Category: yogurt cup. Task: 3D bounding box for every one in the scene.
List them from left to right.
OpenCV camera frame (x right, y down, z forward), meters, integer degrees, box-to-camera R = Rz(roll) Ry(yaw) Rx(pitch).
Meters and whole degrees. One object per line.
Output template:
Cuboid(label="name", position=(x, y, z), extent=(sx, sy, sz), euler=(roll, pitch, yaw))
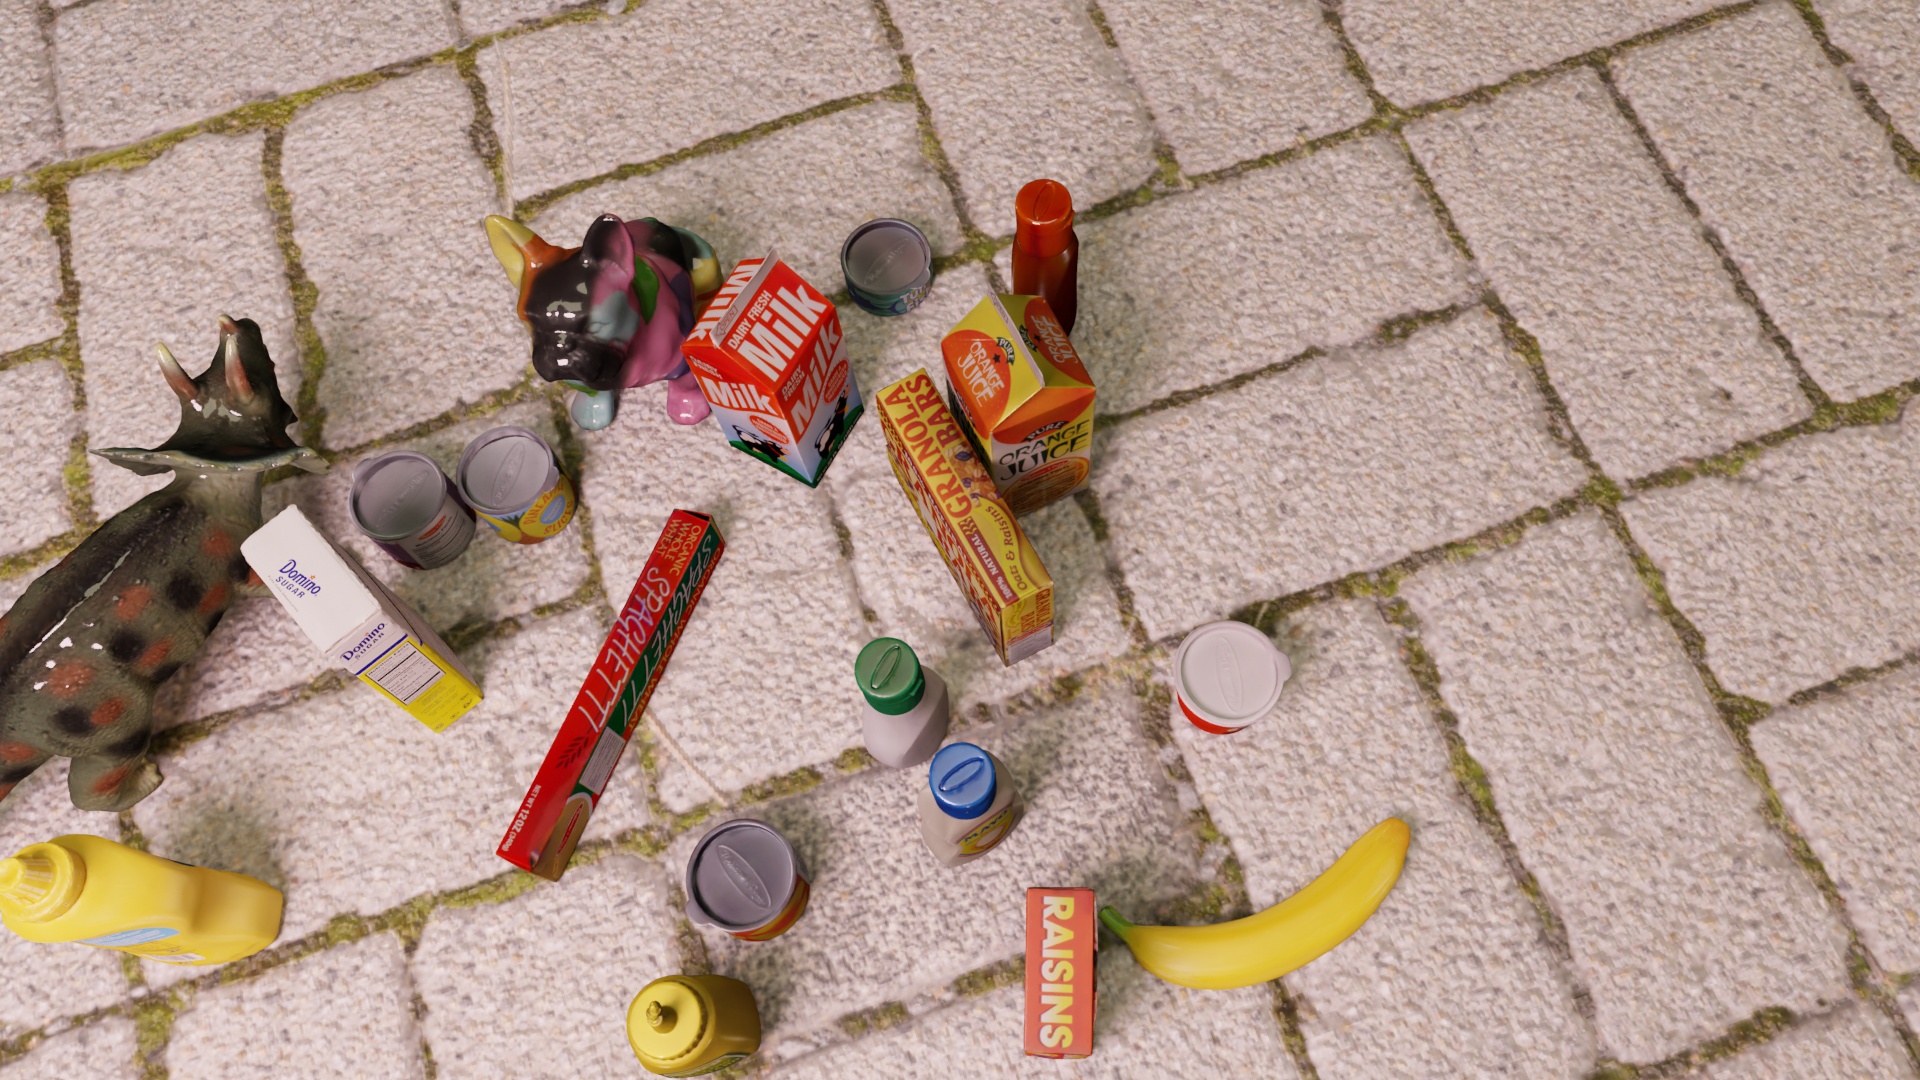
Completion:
Cuboid(label="yogurt cup", position=(0.166, 0.090, 0.876), extent=(0.072, 0.053, 0.072), euler=(-1, 68, 3))

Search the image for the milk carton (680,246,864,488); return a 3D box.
Cuboid(label="milk carton", position=(-0.122, -0.113, 0.901), extent=(0.073, 0.190, 0.072), euler=(27, 72, 13))

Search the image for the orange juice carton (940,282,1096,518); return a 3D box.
Cuboid(label="orange juice carton", position=(0.037, -0.086, 0.880), extent=(0.073, 0.192, 0.072), euler=(-24, 69, -6))

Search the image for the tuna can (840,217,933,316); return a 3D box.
Cuboid(label="tuna can", position=(-0.051, -0.199, 1.017), extent=(0.071, 0.032, 0.071), euler=(-1, 68, 3))

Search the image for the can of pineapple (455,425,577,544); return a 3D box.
Cuboid(label="can of pineapple", position=(-0.301, -0.036, 0.952), extent=(0.071, 0.057, 0.071), euler=(-1, 68, 3))

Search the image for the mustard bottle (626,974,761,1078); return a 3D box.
Cuboid(label="mustard bottle", position=(-0.152, 0.267, 0.765), extent=(0.065, 0.159, 0.049), euler=(-17, 68, -3))

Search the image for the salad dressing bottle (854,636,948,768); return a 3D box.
Cuboid(label="salad dressing bottle", position=(-0.036, 0.096, 0.834), extent=(0.044, 0.147, 0.064), euler=(27, 72, 13))

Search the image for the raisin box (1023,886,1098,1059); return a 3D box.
Cuboid(label="raisin box", position=(0.055, 0.246, 0.781), extent=(0.040, 0.123, 0.086), euler=(2, 68, 4))

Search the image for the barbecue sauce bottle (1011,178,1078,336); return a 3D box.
Cuboid(label="barbecue sauce bottle", position=(0.057, -0.187, 0.944), extent=(0.044, 0.148, 0.065), euler=(19, 71, 10))

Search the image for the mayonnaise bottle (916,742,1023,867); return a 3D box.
Cuboid(label="mayonnaise bottle", position=(0.005, 0.152, 0.809), extent=(0.065, 0.147, 0.041), euler=(-34, 70, -10))

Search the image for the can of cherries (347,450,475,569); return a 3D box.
Cuboid(label="can of cherries", position=(-0.375, -0.022, 0.950), extent=(0.071, 0.058, 0.072), euler=(-1, 68, 3))

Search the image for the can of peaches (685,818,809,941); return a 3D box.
Cuboid(label="can of peaches", position=(-0.129, 0.208, 0.842), extent=(0.071, 0.058, 0.071), euler=(-1, 68, 3))

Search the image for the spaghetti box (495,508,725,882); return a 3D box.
Cuboid(label="spaghetti box", position=(-0.221, 0.096, 0.898), extent=(0.029, 0.050, 0.251), euler=(20, 70, 11))

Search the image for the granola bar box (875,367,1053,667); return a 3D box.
Cuboid(label="granola bar box", position=(0.003, -0.011, 0.889), extent=(0.039, 0.123, 0.166), euler=(-27, 69, -7))
